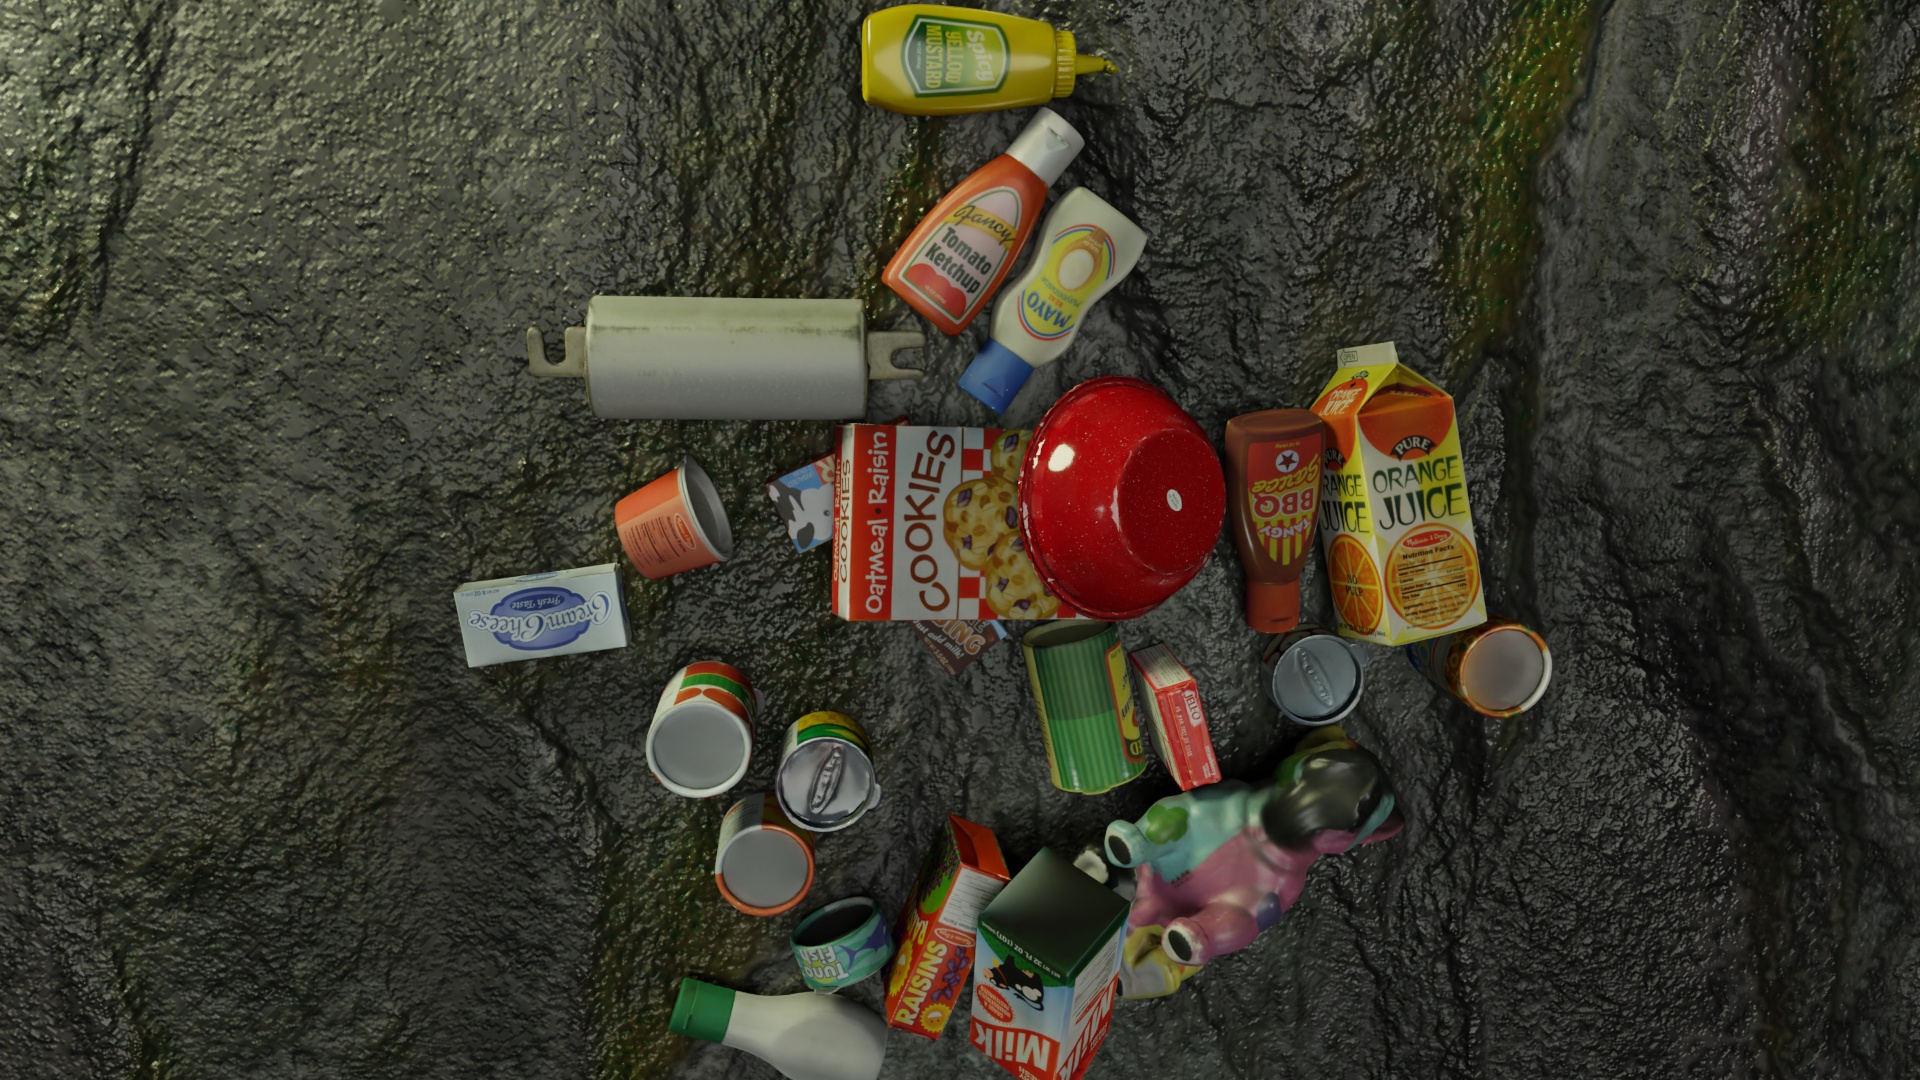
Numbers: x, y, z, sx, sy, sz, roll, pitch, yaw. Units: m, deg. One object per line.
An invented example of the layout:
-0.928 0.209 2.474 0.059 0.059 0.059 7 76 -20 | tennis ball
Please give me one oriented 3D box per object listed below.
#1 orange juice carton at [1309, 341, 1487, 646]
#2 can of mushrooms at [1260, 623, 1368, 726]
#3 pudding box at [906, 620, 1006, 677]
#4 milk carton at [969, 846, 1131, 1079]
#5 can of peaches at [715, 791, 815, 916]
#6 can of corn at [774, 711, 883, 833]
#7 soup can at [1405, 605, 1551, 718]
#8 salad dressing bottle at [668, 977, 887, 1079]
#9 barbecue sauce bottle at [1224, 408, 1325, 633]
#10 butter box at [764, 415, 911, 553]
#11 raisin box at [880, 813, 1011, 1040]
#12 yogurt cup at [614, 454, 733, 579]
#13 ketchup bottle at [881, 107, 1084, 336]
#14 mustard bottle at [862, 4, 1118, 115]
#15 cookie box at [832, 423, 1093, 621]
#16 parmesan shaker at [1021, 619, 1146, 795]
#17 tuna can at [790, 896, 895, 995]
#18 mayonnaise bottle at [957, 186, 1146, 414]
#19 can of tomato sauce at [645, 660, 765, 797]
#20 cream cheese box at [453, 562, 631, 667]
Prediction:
0.282 -0.034 0.916 0.073 0.072 0.192 -12 94 -13 | orange juice carton
0.247 0.092 0.968 0.071 0.033 0.071 -1 101 -6 | can of mushrooms
-0.013 0.044 0.930 0.049 0.030 0.083 -38 103 1 | pudding box
0.057 0.305 0.935 0.072 0.074 0.189 27 135 28 | milk carton
-0.129 0.212 0.936 0.071 0.058 0.071 -1 101 -6 | can of peaches
-0.088 0.154 0.929 0.071 0.058 0.071 -1 101 -6 | can of corn
0.351 0.077 0.951 0.071 0.084 0.071 -1 101 -6 | soup can
-0.127 0.341 0.969 0.148 0.044 0.064 17 101 -8 | salad dressing bottle
0.209 -0.012 0.928 0.065 0.044 0.148 -8 113 -10 | barbecue sauce bottle
-0.071 -0.037 0.911 0.103 0.024 0.053 -26 103 -1 | butter box
-0.013 0.261 0.944 0.040 0.086 0.123 22 98 -12 | raisin box
-0.183 -0.010 0.885 0.054 0.072 0.072 -22 103 7 | yogurt cup
0.018 -0.204 0.879 0.064 0.043 0.148 38 94 -14 | ketchup bottle
0.020 -0.296 0.858 0.160 0.049 0.065 -2 103 -6 | mustard bottle
0.003 -0.011 0.891 0.168 0.040 0.123 1 92 -20 | cookie box
0.083 0.109 0.933 0.071 0.071 0.103 -13 102 -4 | parmesan shaker
-0.082 0.275 0.947 0.071 0.071 0.032 -20 101 -2 | tuna can
0.054 -0.151 0.894 0.065 0.041 0.148 33 95 -13 | mayonnaise bottle
-0.164 0.122 0.901 0.071 0.083 0.071 -1 101 -6 | can of tomato sauce
-0.271 0.049 0.906 0.104 0.024 0.053 -8 103 -5 | cream cheese box
